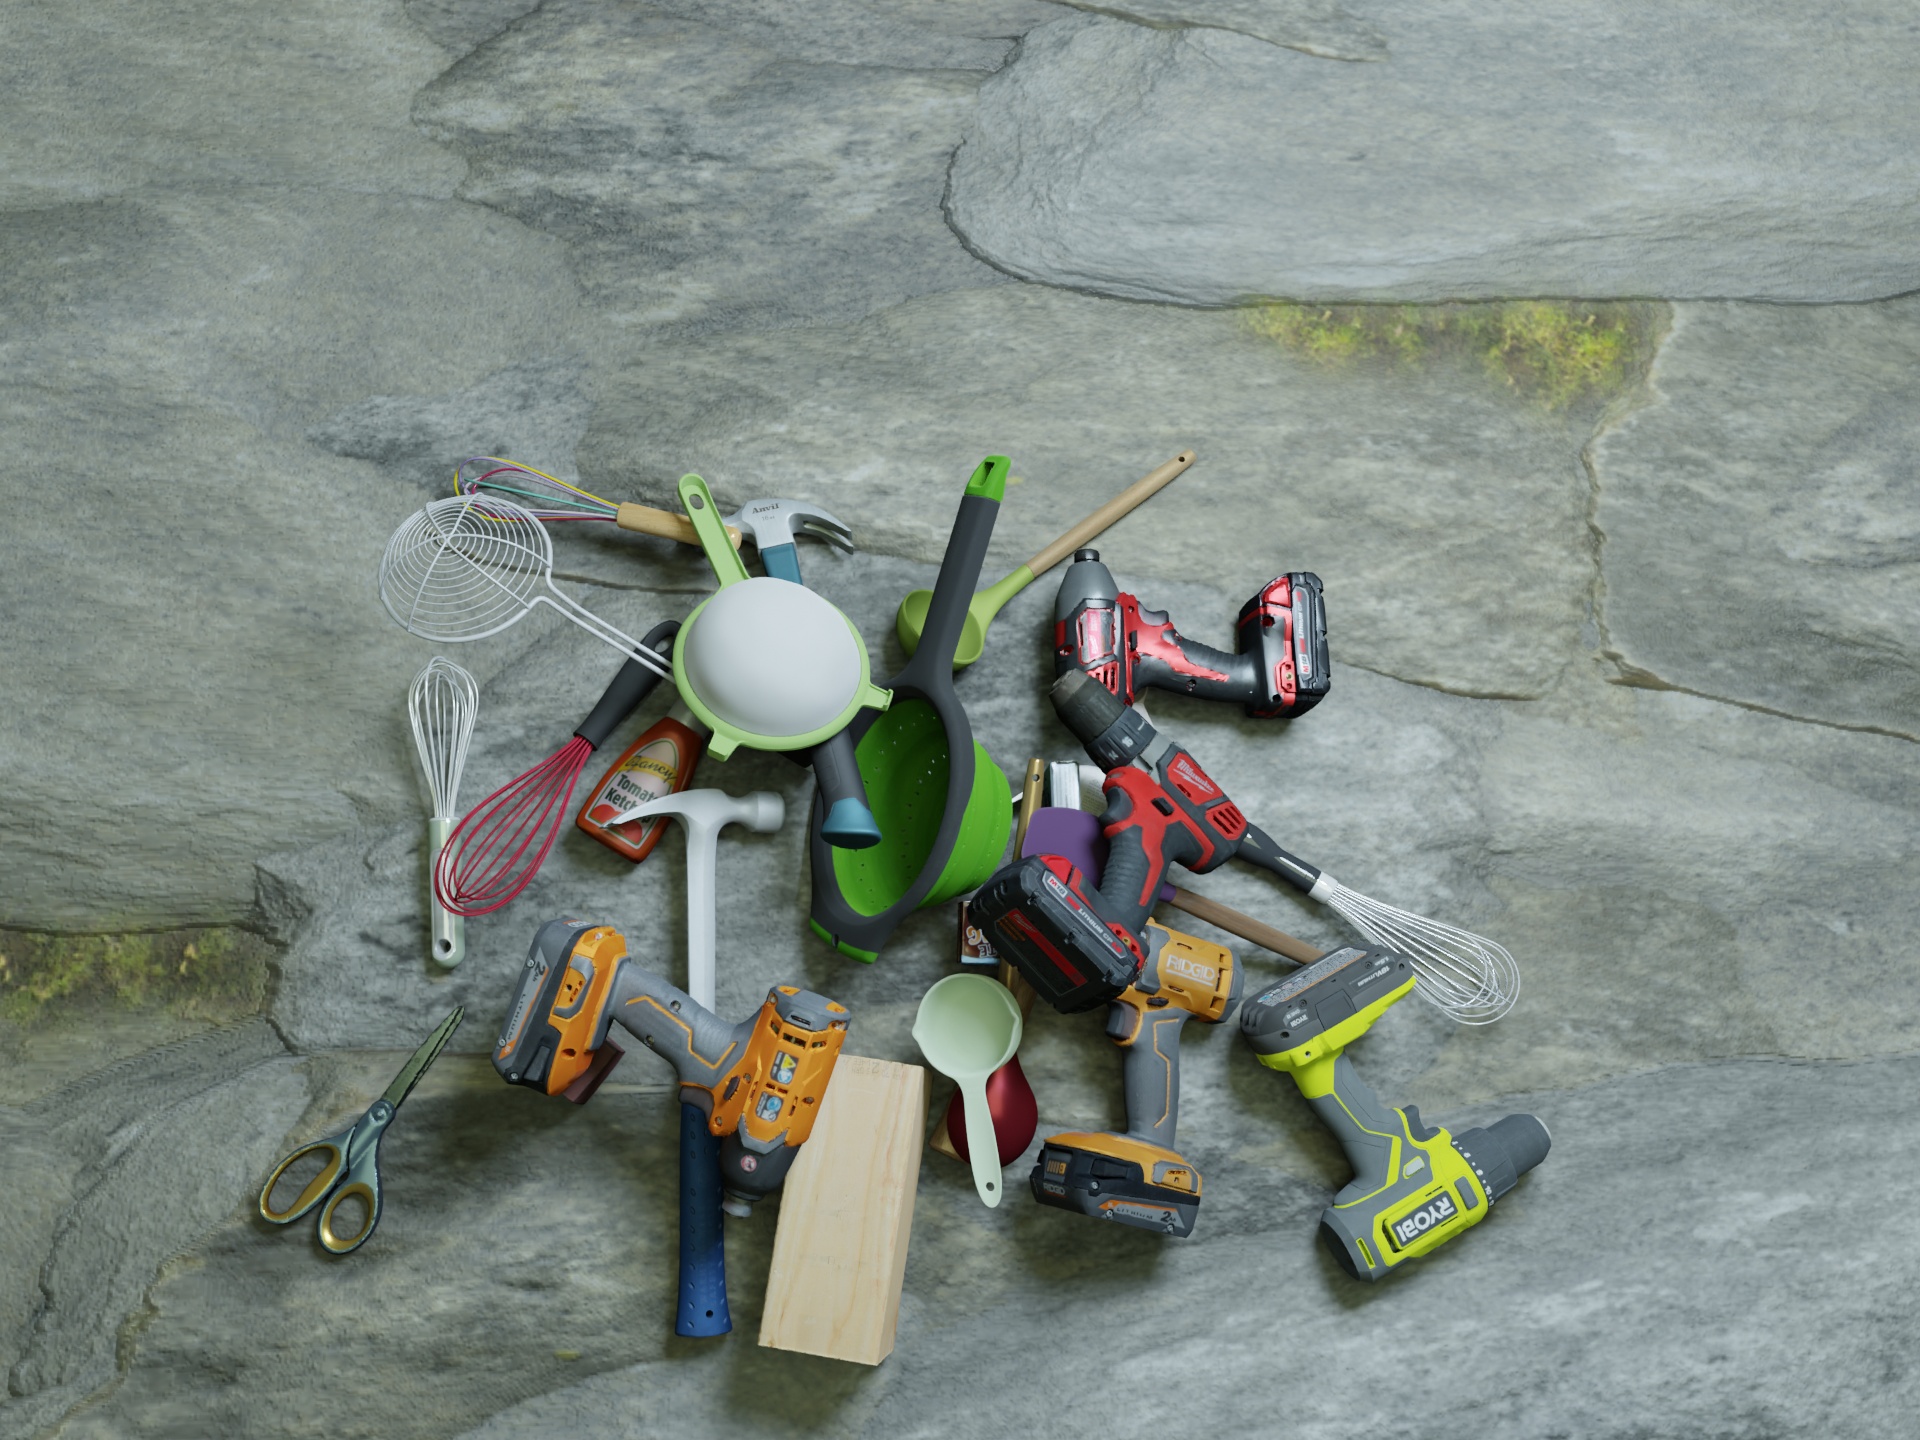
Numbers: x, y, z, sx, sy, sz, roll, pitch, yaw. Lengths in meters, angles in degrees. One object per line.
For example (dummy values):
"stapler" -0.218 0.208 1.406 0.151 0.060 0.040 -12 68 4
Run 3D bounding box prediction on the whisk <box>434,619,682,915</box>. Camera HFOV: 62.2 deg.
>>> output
"whisk" -0.308 0.031 1.251 0.073 0.073 0.296 33 65 3

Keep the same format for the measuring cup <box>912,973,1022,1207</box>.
"measuring cup" 0.015 0.269 1.168 0.083 0.038 0.168 -11 82 17

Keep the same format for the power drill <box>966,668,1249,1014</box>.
"power drill" 0.099 0.080 1.165 0.188 0.080 0.227 46 50 -3

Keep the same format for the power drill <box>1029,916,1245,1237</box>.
"power drill" 0.118 0.258 1.200 0.185 0.084 0.226 22 72 -29

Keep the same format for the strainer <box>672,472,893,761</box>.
"strainer" -0.160 -0.100 1.212 0.151 0.069 0.257 -17 66 -23

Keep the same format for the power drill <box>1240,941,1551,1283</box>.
"power drill" 0.336 0.292 1.231 0.190 0.080 0.228 -27 91 -10

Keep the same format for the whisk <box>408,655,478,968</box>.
"whisk" -0.405 0.070 1.246 0.058 0.059 0.246 -6 81 6

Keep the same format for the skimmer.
"skimmer" -0.266 -0.050 1.228 0.363 0.090 0.127 33 61 -26

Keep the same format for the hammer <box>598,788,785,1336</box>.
"hammer" -0.202 0.252 1.208 0.144 0.035 0.406 4 78 -30

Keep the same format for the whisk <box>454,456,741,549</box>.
"whisk" -0.298 -0.170 1.302 0.245 0.051 0.047 13 82 5

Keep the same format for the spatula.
"spatula" 0.186 0.143 1.243 0.315 0.018 0.060 26 68 -19

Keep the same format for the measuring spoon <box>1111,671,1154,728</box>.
"measuring spoon" 0.152 0.014 1.328 0.034 0.018 0.124 -16 85 -17

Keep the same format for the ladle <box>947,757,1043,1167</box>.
"ladle" 0.039 0.185 1.204 0.069 0.031 0.315 7 88 -7

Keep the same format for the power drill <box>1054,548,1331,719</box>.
"power drill" 0.184 -0.069 1.306 0.219 0.078 0.143 1 76 -10

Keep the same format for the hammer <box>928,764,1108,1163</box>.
"hammer" 0.053 0.188 1.265 0.130 0.031 0.331 24 75 1

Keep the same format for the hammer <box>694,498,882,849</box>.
"hammer" -0.122 -0.044 1.259 0.128 0.033 0.331 -14 60 -7

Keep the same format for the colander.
"colander" -0.002 -0.004 1.231 0.094 0.205 0.397 17 90 -33

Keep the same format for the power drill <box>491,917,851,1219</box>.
"power drill" -0.208 0.245 1.129 0.226 0.084 0.164 19 88 6

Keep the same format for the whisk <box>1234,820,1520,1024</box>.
"whisk" 0.322 0.152 1.288 0.284 0.070 0.070 32 75 8

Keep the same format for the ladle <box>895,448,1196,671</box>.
"ladle" 0.079 -0.145 1.339 0.320 0.062 0.078 -36 79 -15
